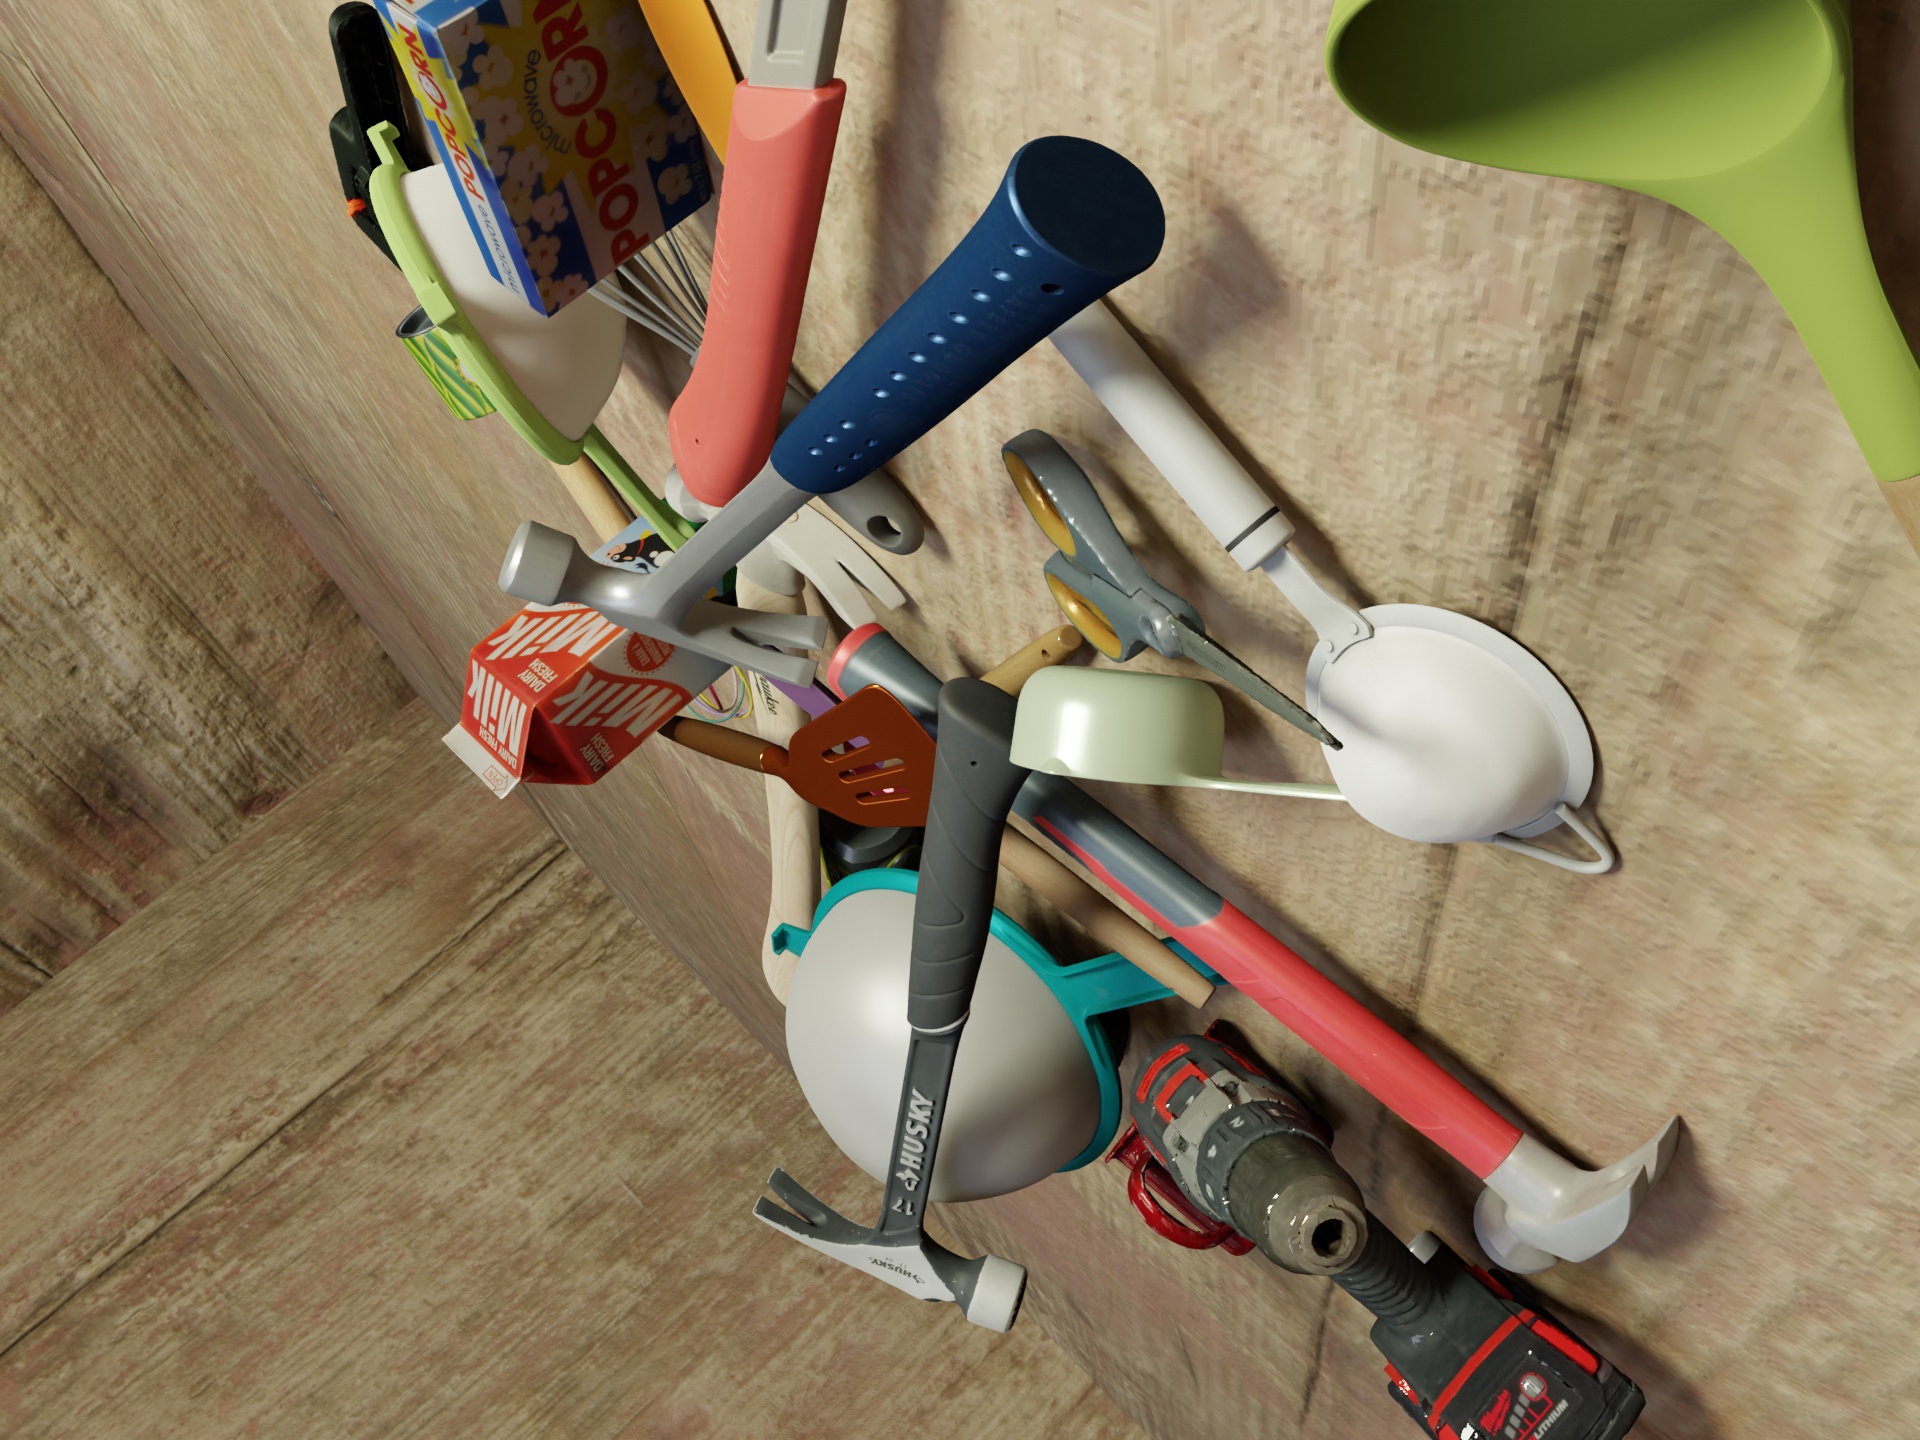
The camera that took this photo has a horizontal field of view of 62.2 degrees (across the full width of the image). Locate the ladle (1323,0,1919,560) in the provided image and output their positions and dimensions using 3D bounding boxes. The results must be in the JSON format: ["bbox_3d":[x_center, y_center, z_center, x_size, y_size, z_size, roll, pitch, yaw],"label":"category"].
[{"bbox_3d":[0.176,-0.018,0.282,0.320,0.062,0.078,50,165,-14],"label":"ladle"}]

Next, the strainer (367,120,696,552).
[{"bbox_3d":[-0.174,-0.170,0.762,0.152,0.069,0.256,62,-175,37],"label":"strainer"}]

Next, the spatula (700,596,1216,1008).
[{"bbox_3d":[-0.013,0.032,0.742,0.316,0.018,0.059,37,166,14],"label":"spatula"}]

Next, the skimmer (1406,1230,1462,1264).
[{"bbox_3d":[0.328,0.390,0.713,0.363,0.090,0.127,45,130,19],"label":"skimmer"}]

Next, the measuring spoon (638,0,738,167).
[{"bbox_3d":[-0.085,-0.218,0.540,0.011,0.021,0.116,-87,-21,-47],"label":"measuring spoon"}]

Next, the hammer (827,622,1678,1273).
[{"bbox_3d":[0.095,0.072,0.642,0.386,0.038,0.143,38,158,19],"label":"hammer"}]

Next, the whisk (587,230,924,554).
[{"bbox_3d":[-0.101,-0.157,0.660,0.239,0.055,0.055,45,162,-4],"label":"whisk"}]

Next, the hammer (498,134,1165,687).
[{"bbox_3d":[-0.052,-0.083,0.551,0.144,0.035,0.405,20,162,-22],"label":"hammer"}]

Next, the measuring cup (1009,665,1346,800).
[{"bbox_3d":[0.092,0.004,0.543,0.168,0.083,0.038,6,93,38],"label":"measuring cup"}]

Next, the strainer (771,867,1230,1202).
[{"bbox_3d":[0.011,0.172,0.820,0.211,0.095,0.340,54,141,-6],"label":"strainer"}]

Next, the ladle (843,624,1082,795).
[{"bbox_3d":[-0.001,-0.002,0.770,0.069,0.031,0.315,47,160,-3],"label":"ladle"}]

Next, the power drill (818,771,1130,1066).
[{"bbox_3d":[-0.002,0.151,1.009,0.229,0.080,0.190,44,161,22],"label":"power drill"}]

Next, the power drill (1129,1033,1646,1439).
[{"bbox_3d":[0.175,0.232,0.664,0.226,0.080,0.188,43,177,-8],"label":"power drill"}]

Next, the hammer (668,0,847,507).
[{"bbox_3d":[-0.050,-0.160,0.486,0.149,0.037,0.359,46,155,8],"label":"hammer"}]

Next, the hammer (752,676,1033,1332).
[{"bbox_3d":[-0.017,0.145,0.732,0.149,0.036,0.408,17,131,10],"label":"hammer"}]

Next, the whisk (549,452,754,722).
[{"bbox_3d":[-0.210,-0.098,1.033,0.244,0.051,0.047,58,166,-18],"label":"whisk"}]

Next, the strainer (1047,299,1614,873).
[{"bbox_3d":[0.090,-0.044,0.456,0.258,0.050,0.087,51,146,4],"label":"strainer"}]

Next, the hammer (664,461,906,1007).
[{"bbox_3d":[-0.091,0.045,0.905,0.146,0.038,0.410,37,145,30],"label":"hammer"}]

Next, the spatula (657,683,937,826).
[{"bbox_3d":[-0.095,0.011,0.801,0.081,0.041,0.323,53,162,-22],"label":"spatula"}]
